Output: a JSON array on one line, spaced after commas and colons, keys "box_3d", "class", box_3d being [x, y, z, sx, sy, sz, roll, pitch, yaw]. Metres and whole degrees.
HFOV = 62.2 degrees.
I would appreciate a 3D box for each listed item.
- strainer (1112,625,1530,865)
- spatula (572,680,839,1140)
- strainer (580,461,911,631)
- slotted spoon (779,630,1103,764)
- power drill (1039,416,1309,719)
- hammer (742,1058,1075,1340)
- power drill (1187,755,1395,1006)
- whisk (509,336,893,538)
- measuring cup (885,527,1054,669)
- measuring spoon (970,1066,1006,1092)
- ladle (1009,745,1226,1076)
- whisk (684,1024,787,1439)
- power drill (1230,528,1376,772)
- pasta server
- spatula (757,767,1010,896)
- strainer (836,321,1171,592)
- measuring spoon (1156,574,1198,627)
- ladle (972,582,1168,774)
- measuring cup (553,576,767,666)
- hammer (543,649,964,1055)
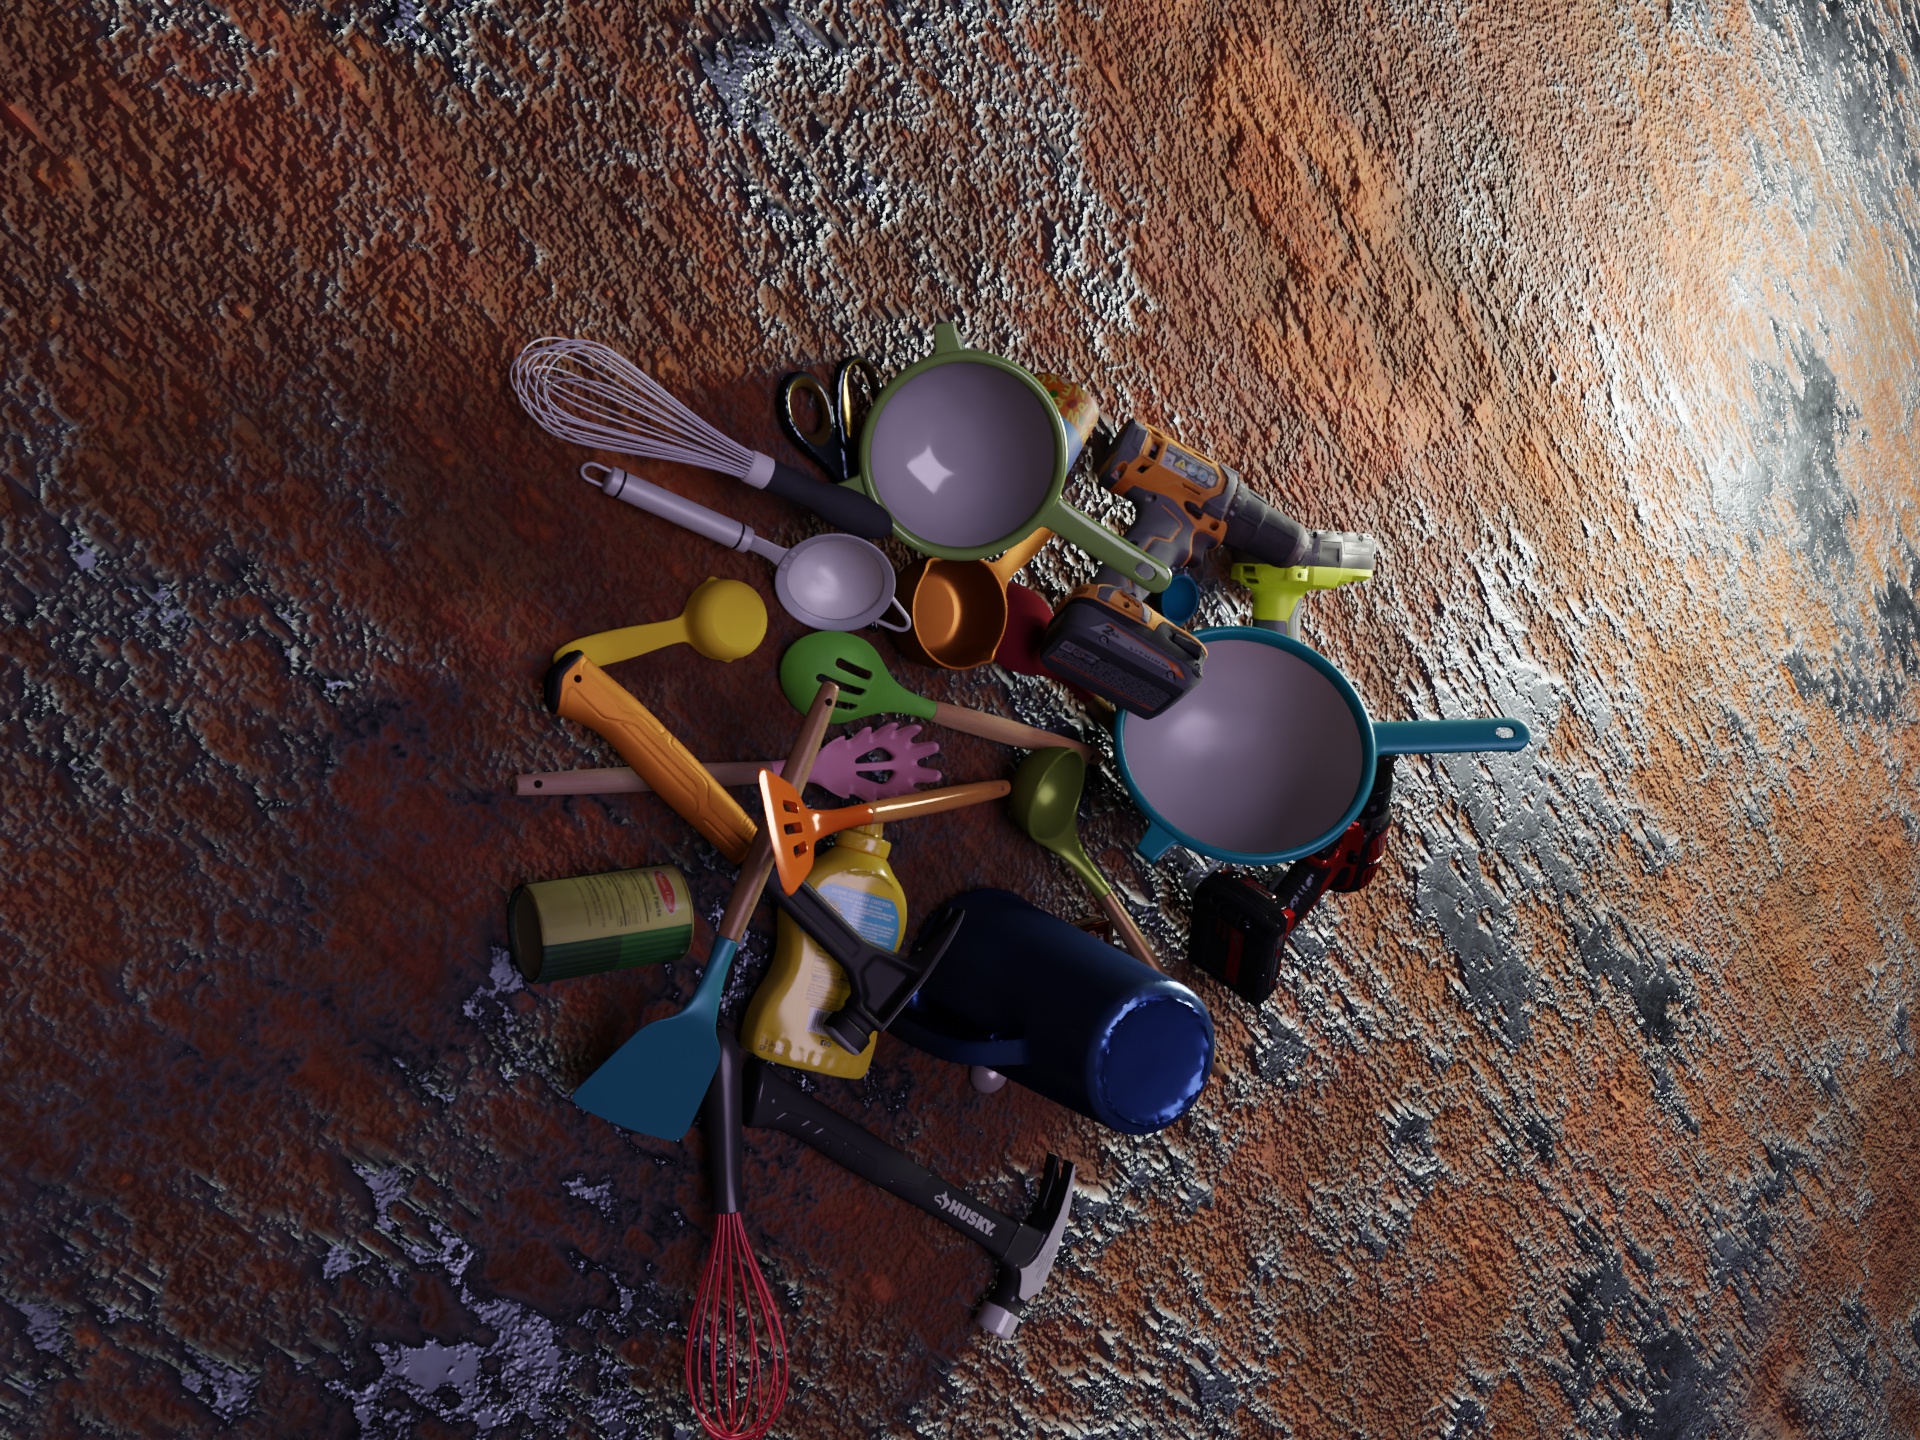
[{"box_3d": [0.289, 0.032, 1.308, 0.340, 0.095, 0.211, -2, 63, -4], "class": "strainer"}, {"box_3d": [-0.149, 0.118, 1.045, 0.082, 0.044, 0.318, 29, 73, -27], "class": "spatula"}, {"box_3d": [-0.145, -0.126, 1.110, 0.258, 0.087, 0.050, 22, 36, -29], "class": "strainer"}, {"box_3d": [-0.002, -0.004, 1.227, 0.313, 0.031, 0.070, 16, 106, -38], "class": "slotted spoon"}, {"box_3d": [0.176, -0.114, 1.274, 0.185, 0.084, 0.226, 27, 63, -9], "class": "power drill"}, {"box_3d": [-0.040, 0.344, 1.215, 0.334, 0.035, 0.146, 40, 70, -30], "class": "hammer"}, {"box_3d": [0.301, 0.120, 1.386, 0.227, 0.080, 0.187, -37, 145, -30], "class": "power drill"}, {"box_3d": [-0.164, -0.181, 1.065, 0.284, 0.070, 0.070, 21, 80, -30], "class": "whisk"}, {"box_3d": [0.012, -0.109, 1.220, 0.174, 0.052, 0.095, -46, 117, -27], "class": "measuring cup"}, {"box_3d": [0.061, 0.274, 1.295, 0.124, 0.018, 0.034, -11, 99, -36], "class": "measuring spoon"}, {"box_3d": [0.138, 0.160, 1.286, 0.078, 0.062, 0.320, -41, 103, -37], "class": "ladle"}, {"box_3d": [-0.161, 0.362, 1.114, 0.073, 0.073, 0.296, -2, 88, -36], "class": "whisk"}, {"box_3d": [0.304, -0.057, 1.423, 0.171, 0.080, 0.223, -1, 97, -35], "class": "power drill"}, {"box_3d": [-0.155, 0.037, 1.113, 0.316, 0.040, 0.060, -2, 86, -35], "class": "pasta server"}, {"box_3d": [-0.045, 0.062, 1.109, 0.322, 0.041, 0.081, -7, 83, -57], "class": "spatula"}, {"box_3d": [0.045, -0.171, 1.177, 0.256, 0.069, 0.151, 30, 103, -14], "class": "strainer"}, {"box_3d": [0.168, -0.064, 1.361, 0.042, 0.021, 0.128, 19, 90, -36], "class": "measuring spoon"}, {"box_3d": [0.120, -0.003, 1.320, 0.315, 0.031, 0.069, 44, 67, -31], "class": "ladle"}, {"box_3d": [-0.200, -0.058, 1.080, 0.156, 0.029, 0.062, -18, 103, -36], "class": "measuring cup"}, {"box_3d": [-0.145, 0.074, 1.077, 0.336, 0.034, 0.127, 46, 72, -17], "class": "hammer"}]
